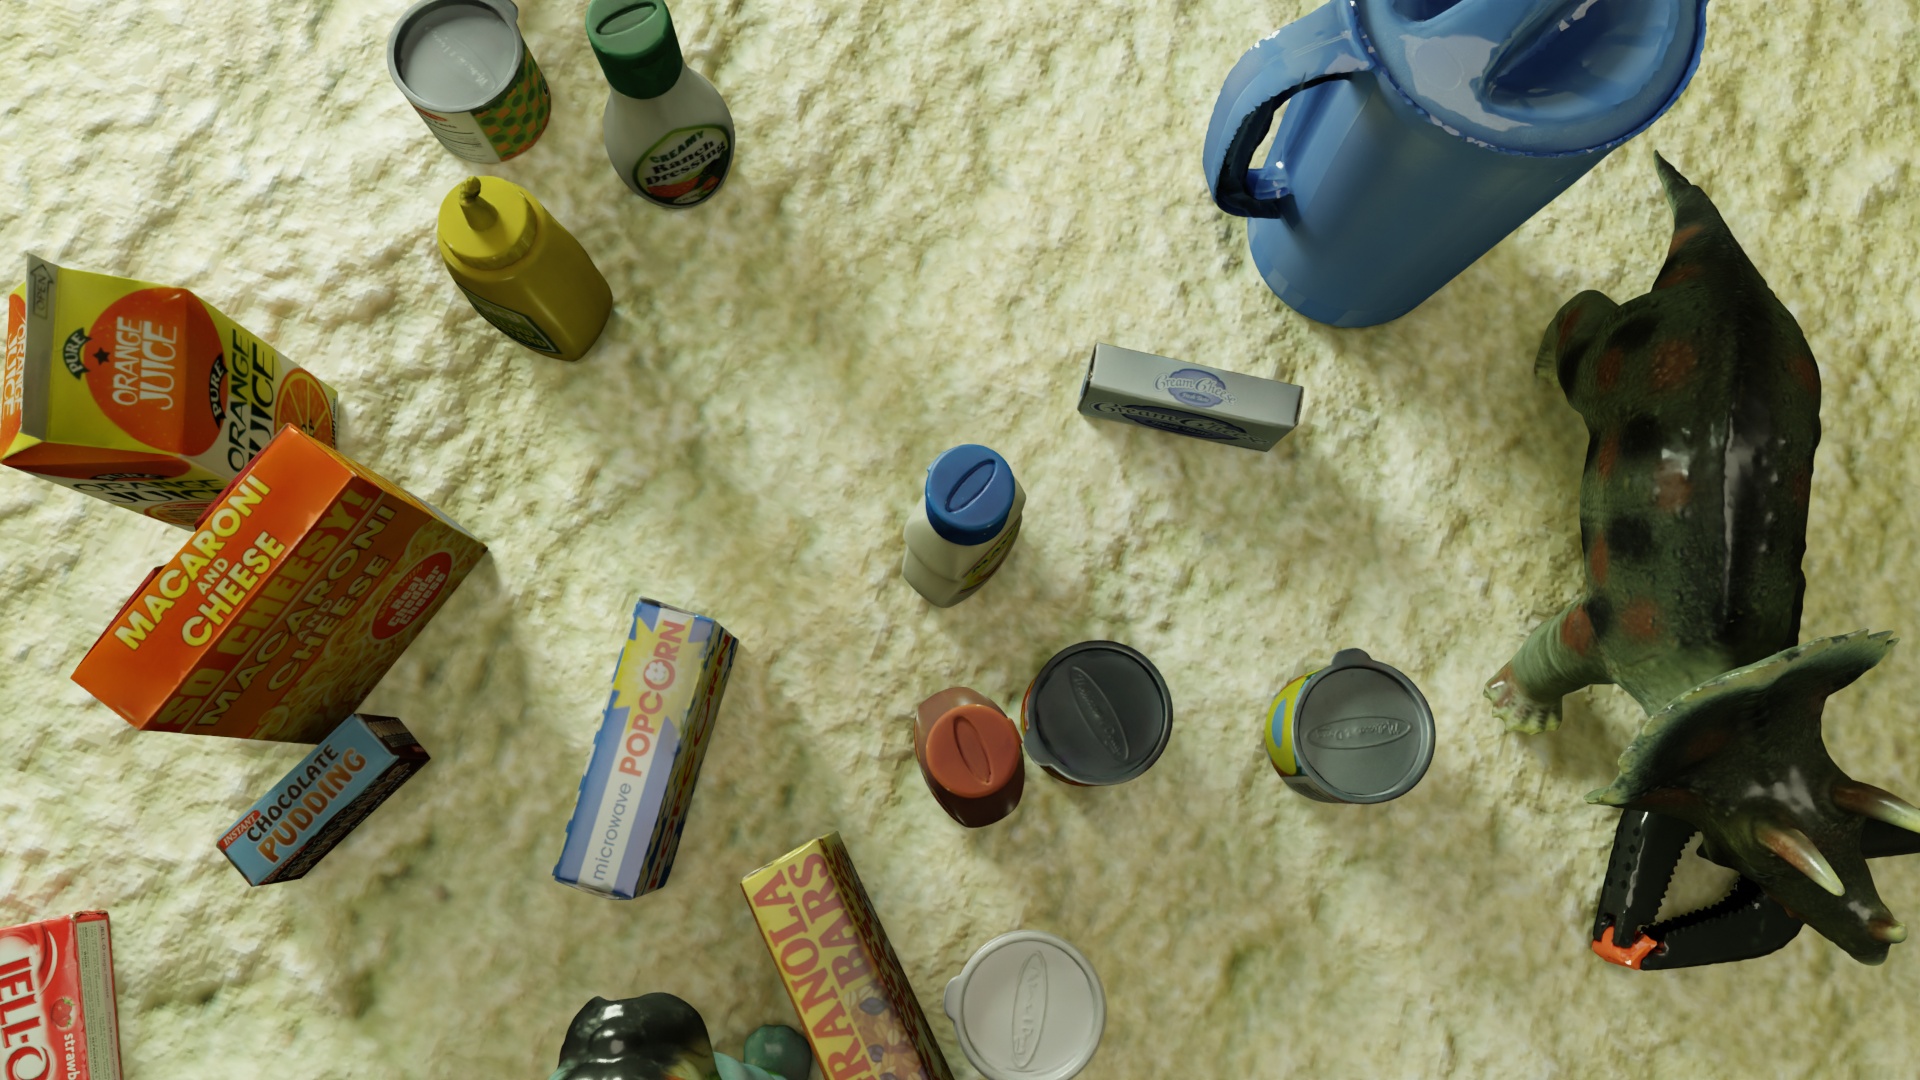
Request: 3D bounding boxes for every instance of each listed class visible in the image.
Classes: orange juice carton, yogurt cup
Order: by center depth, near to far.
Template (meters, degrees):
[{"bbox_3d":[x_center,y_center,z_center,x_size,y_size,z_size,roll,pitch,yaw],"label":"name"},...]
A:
[{"bbox_3d":[-0.345,-0.056,0.602,0.073,0.192,0.072,-3,80,-2],"label":"orange juice carton"},{"bbox_3d":[0.030,0.210,0.632,0.072,0.054,0.072,0,79,-2],"label":"yogurt cup"}]

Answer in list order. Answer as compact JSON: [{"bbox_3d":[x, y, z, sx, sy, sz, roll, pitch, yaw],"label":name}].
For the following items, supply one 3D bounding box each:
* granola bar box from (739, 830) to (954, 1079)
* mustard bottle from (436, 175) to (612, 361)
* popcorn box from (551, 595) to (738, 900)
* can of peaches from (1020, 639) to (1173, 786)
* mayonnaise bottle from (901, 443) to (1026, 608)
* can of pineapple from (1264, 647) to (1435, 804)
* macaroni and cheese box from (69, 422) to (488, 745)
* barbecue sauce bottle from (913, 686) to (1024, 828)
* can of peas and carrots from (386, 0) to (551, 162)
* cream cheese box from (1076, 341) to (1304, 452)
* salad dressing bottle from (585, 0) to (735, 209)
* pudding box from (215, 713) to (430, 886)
[{"bbox_3d":[-0.038,0.209,0.595,0.039,0.124,0.165,-26,81,-6],"label":"granola bar box"},{"bbox_3d":[-0.206,-0.129,0.637,0.065,0.160,0.049,25,80,3],"label":"mustard bottle"},{"bbox_3d":[-0.141,0.095,0.634,0.038,0.085,0.127,15,79,1],"label":"popcorn box"},{"bbox_3d":[0.060,0.084,0.656,0.071,0.058,0.071,0,79,-2],"label":"can of peaches"},{"bbox_3d":[0.002,-0.008,0.626,0.041,0.148,0.065,42,81,6],"label":"mayonnaise bottle"},{"bbox_3d":[0.183,0.090,0.658,0.071,0.057,0.071,0,79,-2],"label":"can of pineapple"},{"bbox_3d":[-0.283,0.027,0.601,0.040,0.166,0.124,36,81,5],"label":"macaroni and cheese box"},{"bbox_3d":[0.004,0.094,0.606,0.044,0.148,0.065,-24,81,-6],"label":"barbecue sauce bottle"},{"bbox_3d":[-0.247,-0.237,0.709,0.071,0.058,0.071,0,79,-2],"label":"can of peas and carrots"},{"bbox_3d":[0.112,-0.070,0.689,0.104,0.053,0.024,12,79,1],"label":"cream cheese box"},{"bbox_3d":[-0.144,-0.208,0.661,0.064,0.147,0.044,-27,81,-6],"label":"salad dressing bottle"},{"bbox_3d":[-0.293,0.119,0.643,0.084,0.049,0.030,-44,84,-9],"label":"pudding box"}]
